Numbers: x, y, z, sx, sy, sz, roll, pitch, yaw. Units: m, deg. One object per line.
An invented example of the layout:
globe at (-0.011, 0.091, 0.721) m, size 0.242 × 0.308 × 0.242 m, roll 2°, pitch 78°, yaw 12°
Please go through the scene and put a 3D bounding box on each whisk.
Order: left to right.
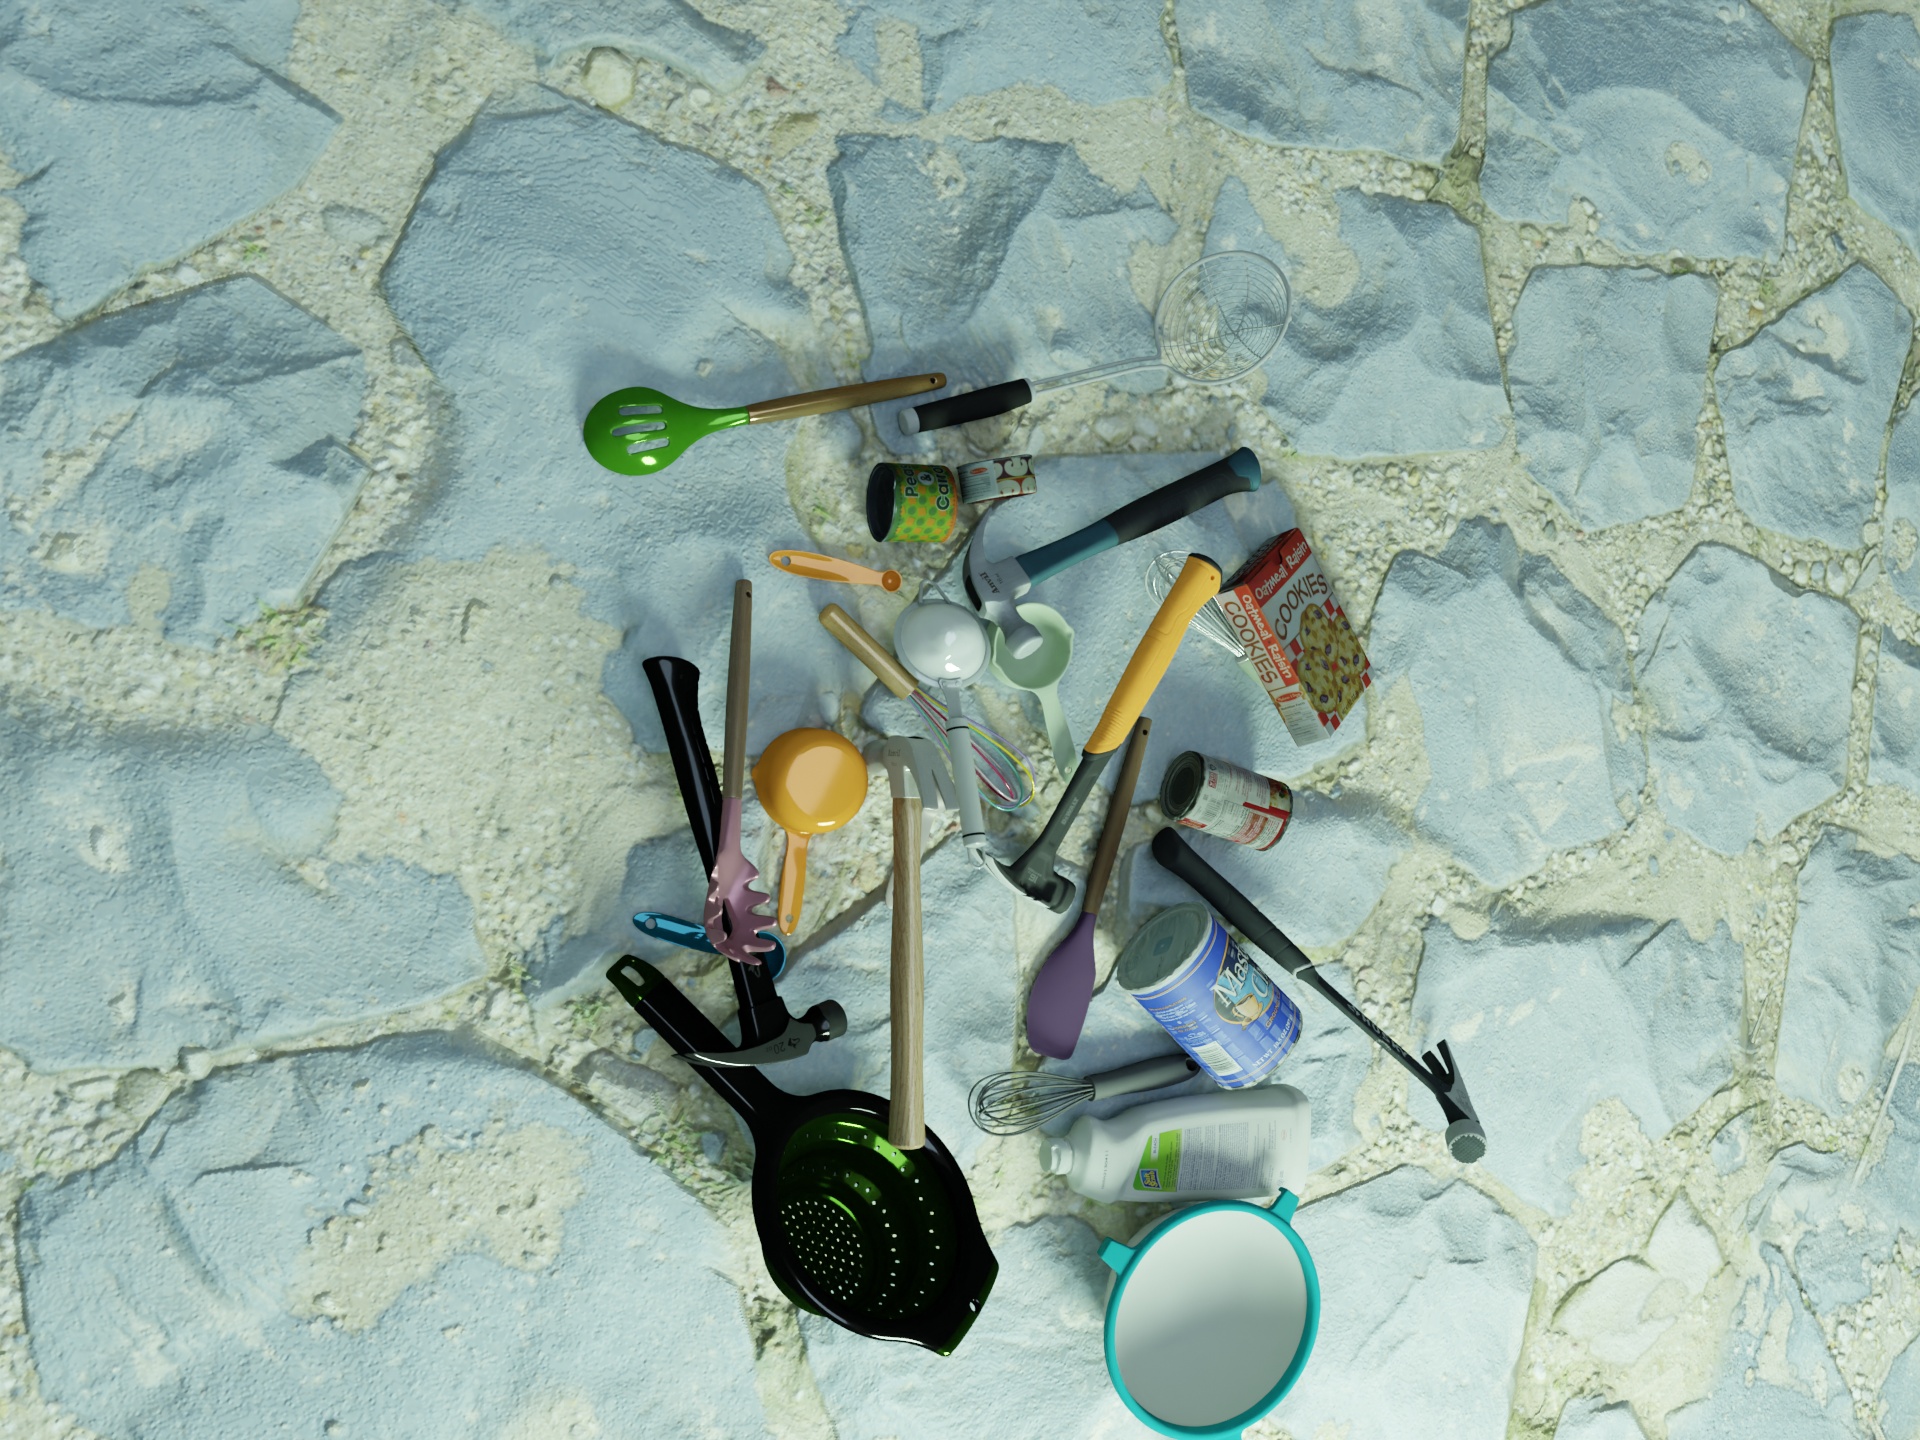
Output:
whisk at (-0.030, -0.008, 1.352) m, size 0.245 × 0.047 × 0.051 m, roll 44°, pitch 62°, yaw -13°
whisk at (0.114, 0.324, 1.411) m, size 0.239 × 0.055 × 0.055 m, roll -5°, pitch 92°, yaw -28°
whisk at (0.259, -0.067, 1.474) m, size 0.059 × 0.058 × 0.246 m, roll -39°, pitch 111°, yaw 17°

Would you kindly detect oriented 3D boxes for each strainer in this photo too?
strainer at (-0.002, -0.004, 1.317) m, size 0.087 × 0.050 × 0.259 m, roll -3°, pitch 75°, yaw -21°
strainer at (0.216, 0.582, 1.427) m, size 0.211 × 0.095 × 0.340 m, roll -10°, pitch 97°, yaw -19°

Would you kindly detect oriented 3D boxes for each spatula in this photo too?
spatula at (0.121, 0.147, 1.426) m, size 0.059 × 0.018 × 0.316 m, roll 20°, pitch 83°, yaw -21°

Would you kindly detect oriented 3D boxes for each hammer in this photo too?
hammer at (-0.195, 0.111, 1.254) m, size 0.146 × 0.035 × 0.335 m, roll -14°, pitch 87°, yaw -42°
hammer at (-0.042, 0.177, 1.285) m, size 0.031 × 0.130 × 0.331 m, roll 2°, pitch 86°, yaw -26°
hammer at (0.129, 0.000, 1.376) m, size 0.127 × 0.034 × 0.337 m, roll 35°, pitch 83°, yaw -44°
hammer at (0.142, -0.170, 1.408) m, size 0.331 × 0.033 × 0.128 m, roll -27°, pitch 72°, yaw -27°
hammer at (0.332, 0.239, 1.477) m, size 0.409 × 0.149 × 0.036 m, roll 42°, pitch 111°, yaw -9°

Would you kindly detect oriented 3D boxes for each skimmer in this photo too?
skimmer at (0.118, -0.322, 1.386) m, size 0.363 × 0.090 × 0.127 m, roll -18°, pitch 65°, yaw -19°

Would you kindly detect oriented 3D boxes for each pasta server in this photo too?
pasta server at (-0.172, 0.035, 1.248) m, size 0.060 × 0.040 × 0.316 m, roll 22°, pitch 62°, yaw -48°

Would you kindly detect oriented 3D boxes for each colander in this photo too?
colander at (-0.150, 0.350, 1.273) m, size 0.397 × 0.094 × 0.204 m, roll 45°, pitch 36°, yaw 1°

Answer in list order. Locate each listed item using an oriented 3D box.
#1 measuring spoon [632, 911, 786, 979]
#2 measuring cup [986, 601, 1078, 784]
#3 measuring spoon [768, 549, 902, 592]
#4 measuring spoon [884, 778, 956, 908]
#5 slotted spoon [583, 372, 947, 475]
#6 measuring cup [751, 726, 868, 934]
measuring spoon at (-0.205, 0.180, 1.292) m, size 0.128 × 0.021 × 0.042 m, roll 19°, pitch 73°, yaw -13°
measuring cup at (0.069, -0.022, 1.396) m, size 0.083 × 0.038 × 0.167 m, roll -22°, pitch 103°, yaw -21°
measuring spoon at (-0.105, -0.126, 1.336) m, size 0.117 × 0.011 × 0.021 m, roll 9°, pitch 87°, yaw -19°
measuring spoon at (-0.035, 0.104, 1.359) m, size 0.034 × 0.018 × 0.124 m, roll 26°, pitch 81°, yaw -21°
slotted spoon at (-0.152, -0.257, 1.306) m, size 0.313 × 0.031 × 0.070 m, roll -15°, pitch 96°, yaw -24°
measuring cup at (-0.125, 0.091, 1.302) m, size 0.095 × 0.052 × 0.174 m, roll 9°, pitch 84°, yaw -23°
